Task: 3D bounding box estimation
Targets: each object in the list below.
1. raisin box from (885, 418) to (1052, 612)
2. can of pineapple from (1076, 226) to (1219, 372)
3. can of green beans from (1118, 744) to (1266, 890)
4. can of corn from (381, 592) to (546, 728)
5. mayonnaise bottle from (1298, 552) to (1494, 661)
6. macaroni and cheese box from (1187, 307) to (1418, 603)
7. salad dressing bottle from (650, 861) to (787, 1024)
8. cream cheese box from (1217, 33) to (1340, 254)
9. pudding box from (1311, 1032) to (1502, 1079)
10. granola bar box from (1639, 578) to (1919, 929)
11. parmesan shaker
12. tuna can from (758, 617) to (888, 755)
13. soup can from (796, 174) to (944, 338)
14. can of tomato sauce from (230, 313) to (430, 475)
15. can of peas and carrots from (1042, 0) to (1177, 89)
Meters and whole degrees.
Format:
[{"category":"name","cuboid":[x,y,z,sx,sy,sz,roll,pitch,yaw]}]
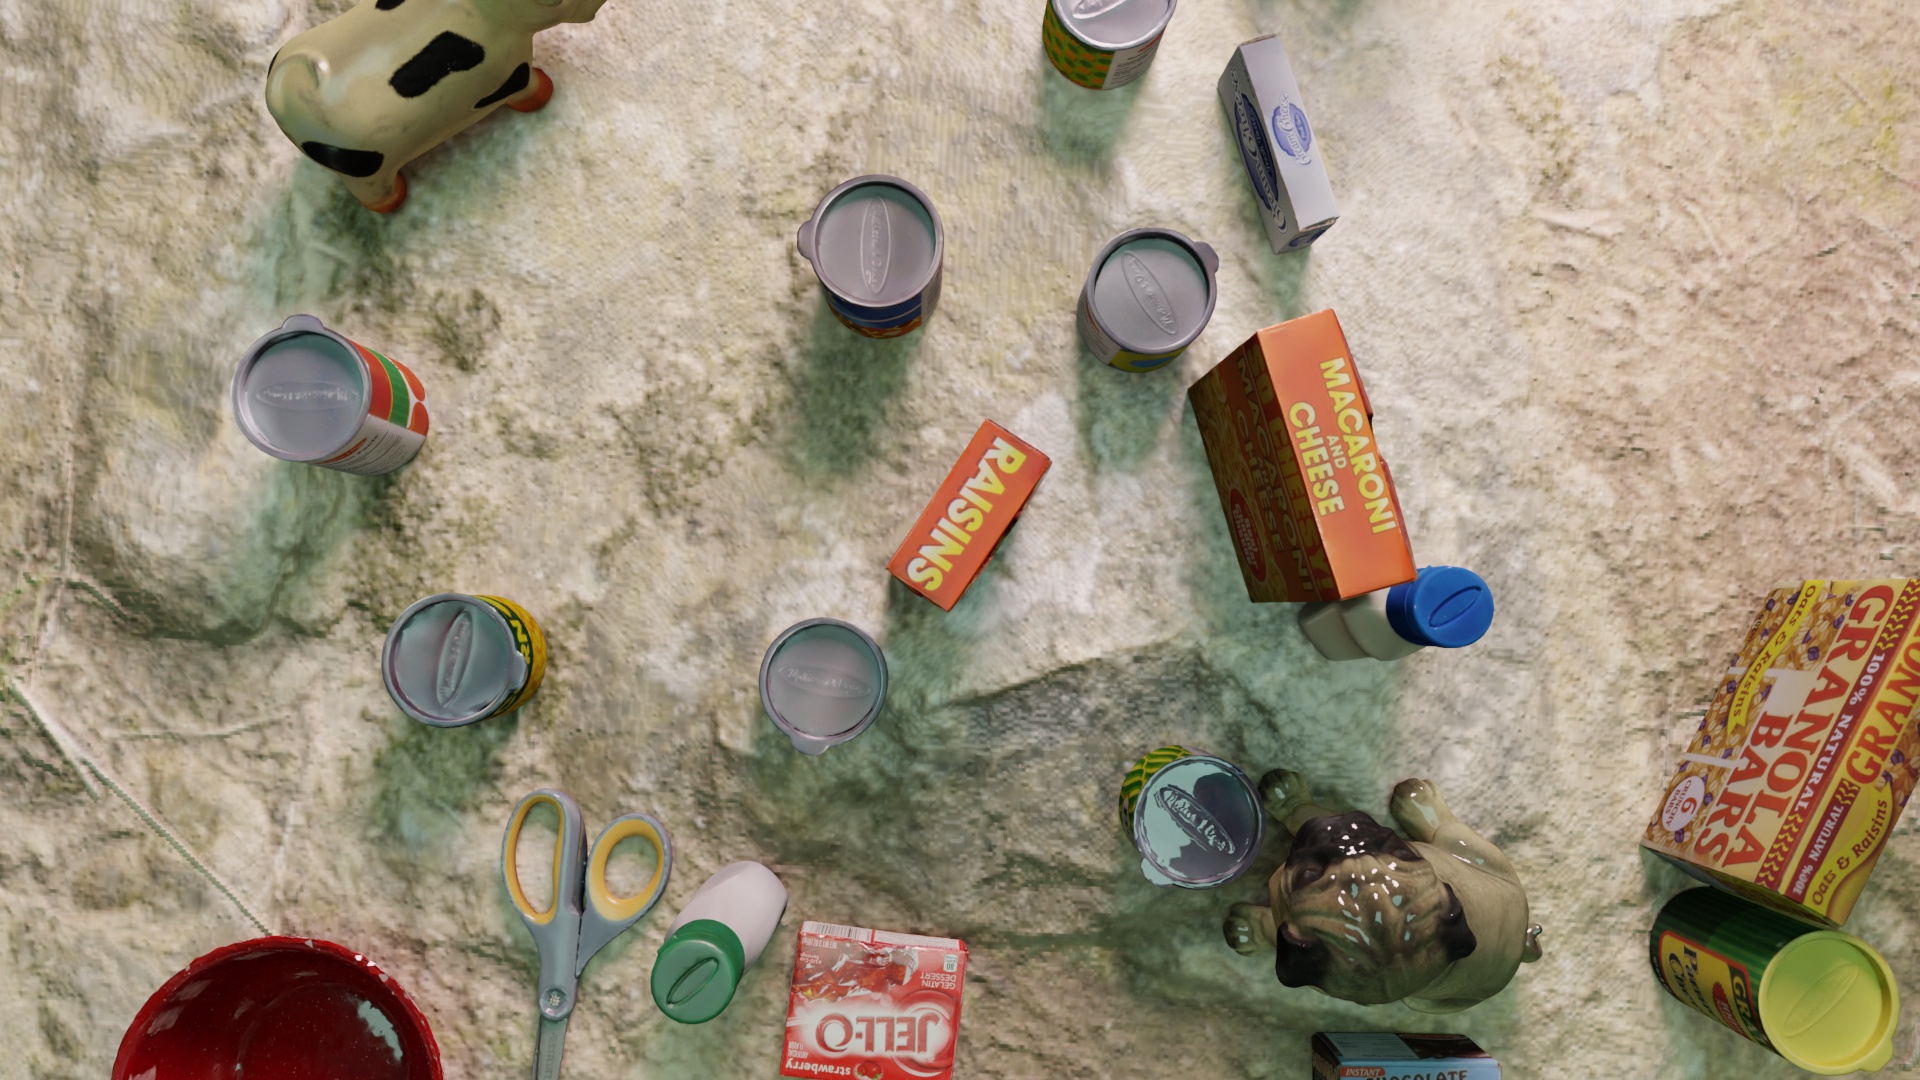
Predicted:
[{"category":"raisin box","cuboid":[0.002,-0.009,0.685,0.040,0.123,0.086,35,87,0]},{"category":"can of pineapple","cuboid":[0.098,-0.125,0.728,0.071,0.058,0.071,0,87,-1]},{"category":"can of green beans","cuboid":[0.117,0.140,0.712,0.071,0.058,0.071,0,87,-1]},{"category":"can of corn","cuboid":[-0.248,0.061,0.707,0.071,0.058,0.071,0,87,-1]},{"category":"mayonnaise bottle","cuboid":[0.213,0.033,0.676,0.065,0.148,0.041,-35,89,-3]},{"category":"macaroni and cheese box","cuboid":[0.159,-0.034,0.669,0.040,0.166,0.123,-17,88,-2]},{"category":"salad dressing bottle","cuboid":[-0.116,0.190,0.658,0.064,0.147,0.044,-42,89,-3]},{"category":"cream cheese box","cuboid":[0.168,-0.208,0.737,0.024,0.053,0.104,-18,87,-2]},{"category":"pudding box","cuboid":[0.228,0.274,0.711,0.084,0.049,0.030,1,87,-1]},{"category":"granola bar box","cuboid":[0.419,0.098,0.689,0.039,0.124,0.165,29,87,0]},{"category":"parmesan shaker","cuboid":[0.402,0.218,0.692,0.071,0.103,0.071,0,87,-1]},{"category":"tuna can","cuboid":[-0.071,0.075,0.724,0.071,0.033,0.071,0,87,-1]},{"category":"soup can","cuboid":[-0.044,-0.143,0.712,0.071,0.083,0.071,0,87,-1]},{"category":"can of tomato sauce","cuboid":[-0.315,-0.070,0.701,0.071,0.083,0.071,0,87,-1]},{"category":"can of peas and carrots","cuboid":[0.076,-0.283,0.736,0.071,0.058,0.071,0,87,-1]}]
